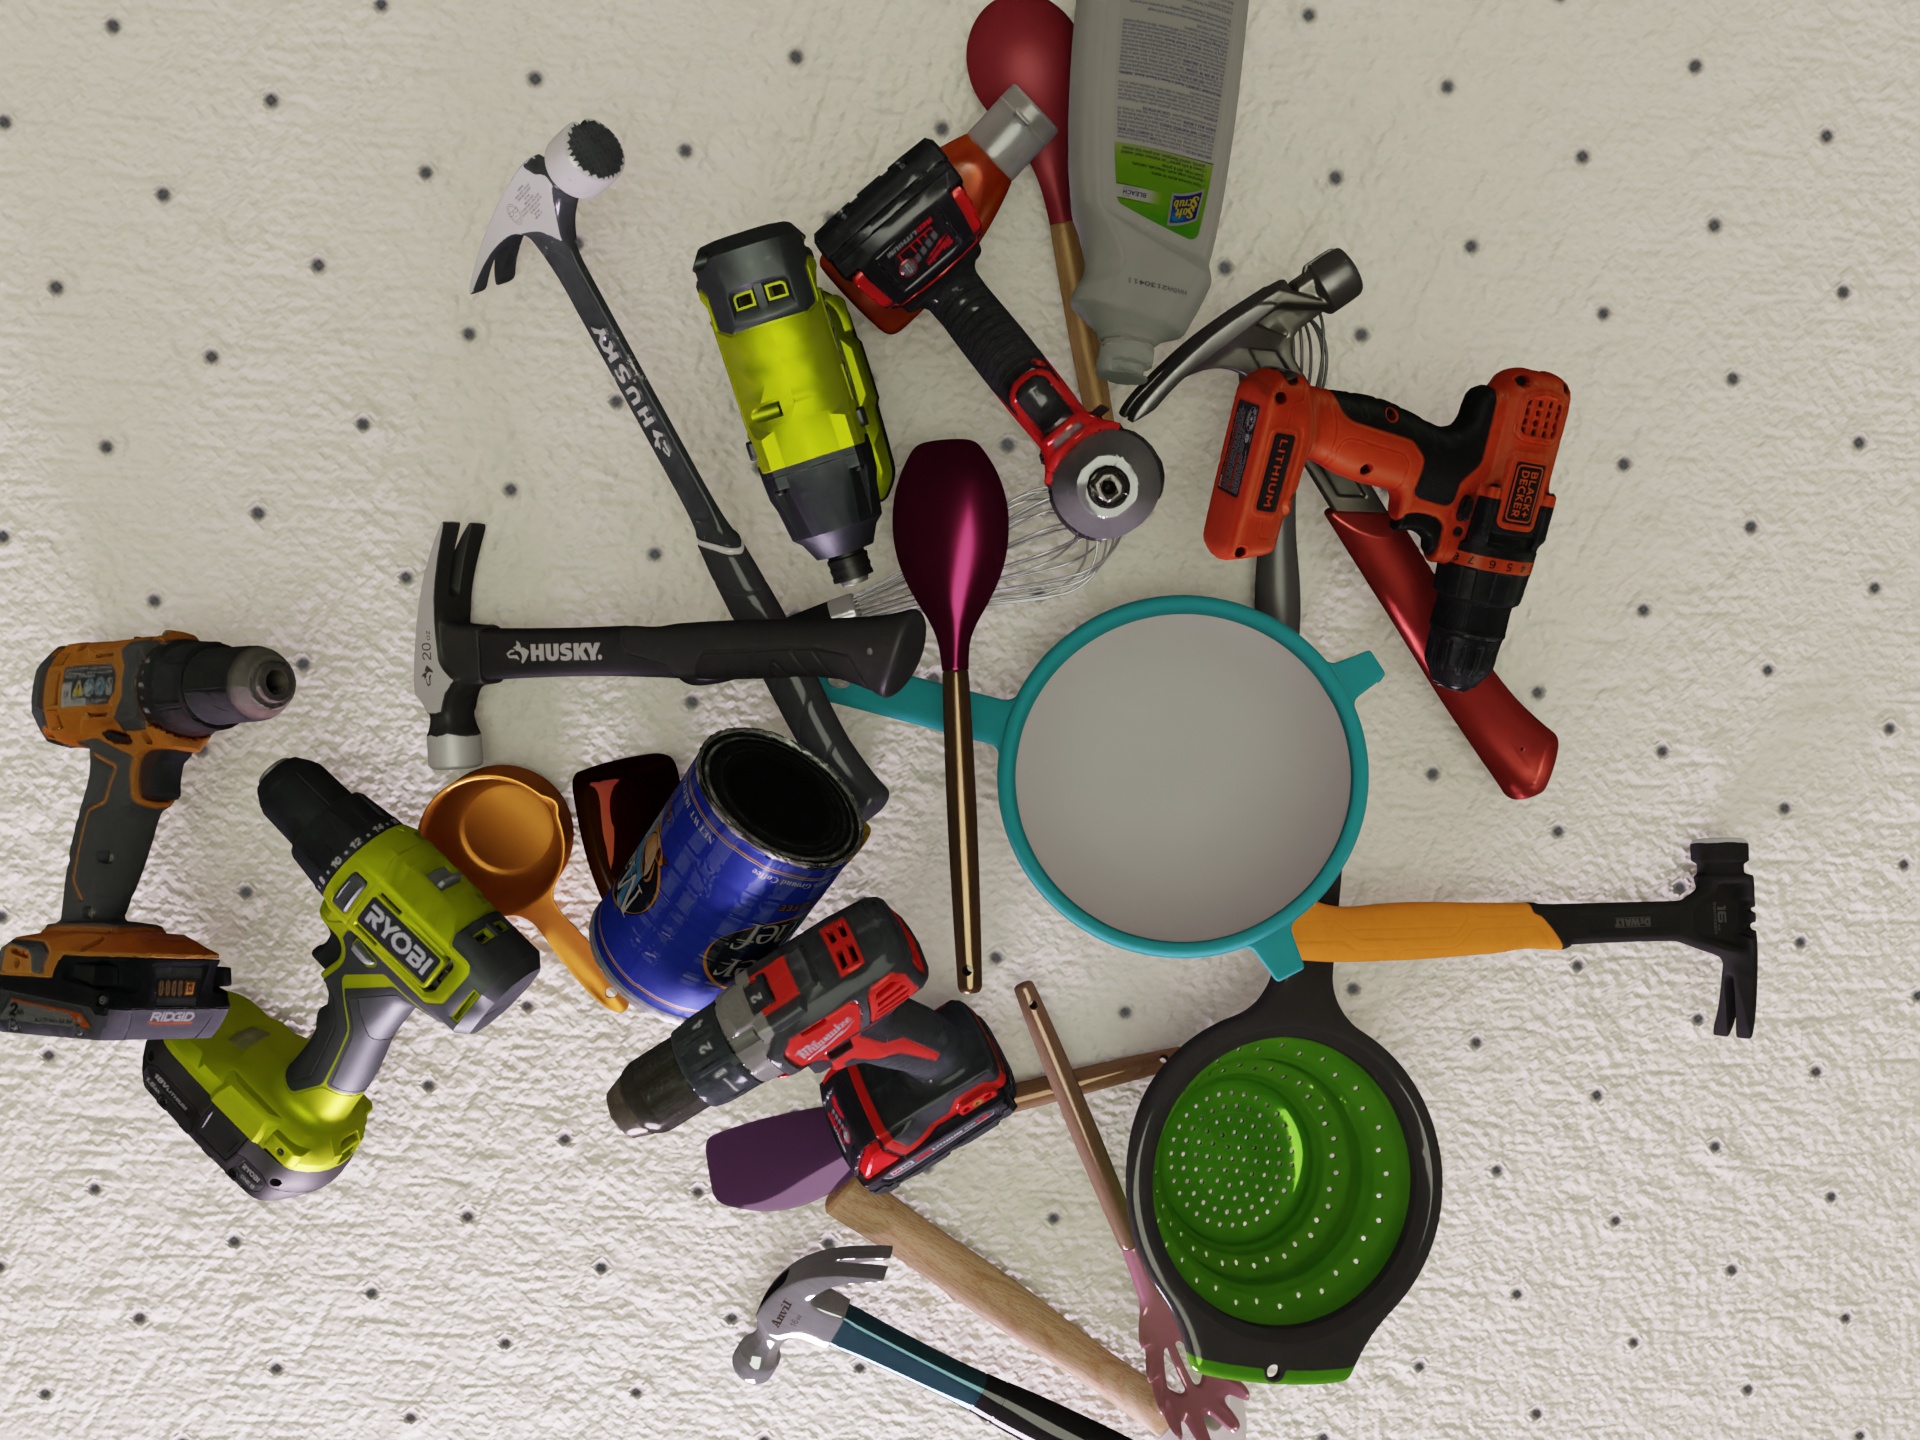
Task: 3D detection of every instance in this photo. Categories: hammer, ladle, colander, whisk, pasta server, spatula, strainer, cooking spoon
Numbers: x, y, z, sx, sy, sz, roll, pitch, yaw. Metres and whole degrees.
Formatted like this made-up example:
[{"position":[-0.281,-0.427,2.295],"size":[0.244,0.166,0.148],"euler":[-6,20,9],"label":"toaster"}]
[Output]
[{"position":[0.023,0.442,1.032],"size":[0.331,0.033,0.128],"euler":[27,112,-2],"label":"hammer"},{"position":[0.339,0.135,0.980],"size":[0.336,0.034,0.127],"euler":[1,84,-13],"label":"hammer"},{"position":[-0.171,-0.044,0.882],"size":[0.335,0.035,0.146],"euler":[0,94,27],"label":"hammer"},{"position":[-0.149,-0.116,0.898],"size":[0.036,0.149,0.409],"euler":[-36,103,-40],"label":"hammer"},{"position":[0.064,-0.266,0.938],"size":[0.069,0.031,0.315],"euler":[-13,102,0],"label":"ladle"},{"position":[0.197,0.201,1.007],"size":[0.204,0.094,0.397],"euler":[9,82,-12],"label":"colander"},{"position":[0.053,0.400,1.055],"size":[0.331,0.031,0.130],"euler":[38,97,-8],"label":"hammer"},{"position":[-0.038,-0.074,0.953],"size":[0.284,0.070,0.070],"euler":[-19,101,5],"label":"whisk"},{"position":[0.247,-0.088,0.942],"size":[0.149,0.037,0.358],"euler":[-36,110,5],"label":"hammer"},{"position":[0.102,0.311,1.012],"size":[0.060,0.040,0.316],"euler":[-24,96,-14],"label":"pasta server"},{"position":[-0.008,0.257,1.028],"size":[0.316,0.018,0.060],"euler":[-14,69,-2],"label":"spatula"},{"position":[0.073,0.022,0.965],"size":[0.340,0.095,0.211],"euler":[15,81,15],"label":"strainer"},{"position":[0.194,-0.138,0.958],"size":[0.055,0.055,0.239],"euler":[-3,105,-3],"label":"whisk"},{"position":[-0.001,-0.003,0.914],"size":[0.069,0.017,0.319],"euler":[-3,90,10],"label":"cooking spoon"}]

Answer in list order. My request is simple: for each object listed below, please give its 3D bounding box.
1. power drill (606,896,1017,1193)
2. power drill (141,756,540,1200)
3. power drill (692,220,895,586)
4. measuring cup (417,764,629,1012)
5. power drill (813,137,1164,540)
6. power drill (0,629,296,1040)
[{"position":[-0.079,0.202,0.920],"size":[0.188,0.080,0.226],"euler":[-33,144,3],"label":"power drill"},{"position":[-0.377,0.151,0.934],"size":[0.190,0.080,0.228],"euler":[43,108,4],"label":"power drill"},{"position":[-0.082,-0.162,0.847],"size":[0.080,0.223,0.171],"euler":[-17,101,0],"label":"power drill"},{"position":[-0.256,0.104,0.975],"size":[0.095,0.052,0.173],"euler":[-35,102,3],"label":"measuring cup"},{"position":[0.026,-0.188,0.835],"size":[0.078,0.143,0.219],"euler":[-38,97,10],"label":"power drill"},{"position":[-0.448,0.061,0.885],"size":[0.185,0.084,0.226],"euler":[-3,80,29],"label":"power drill"}]
